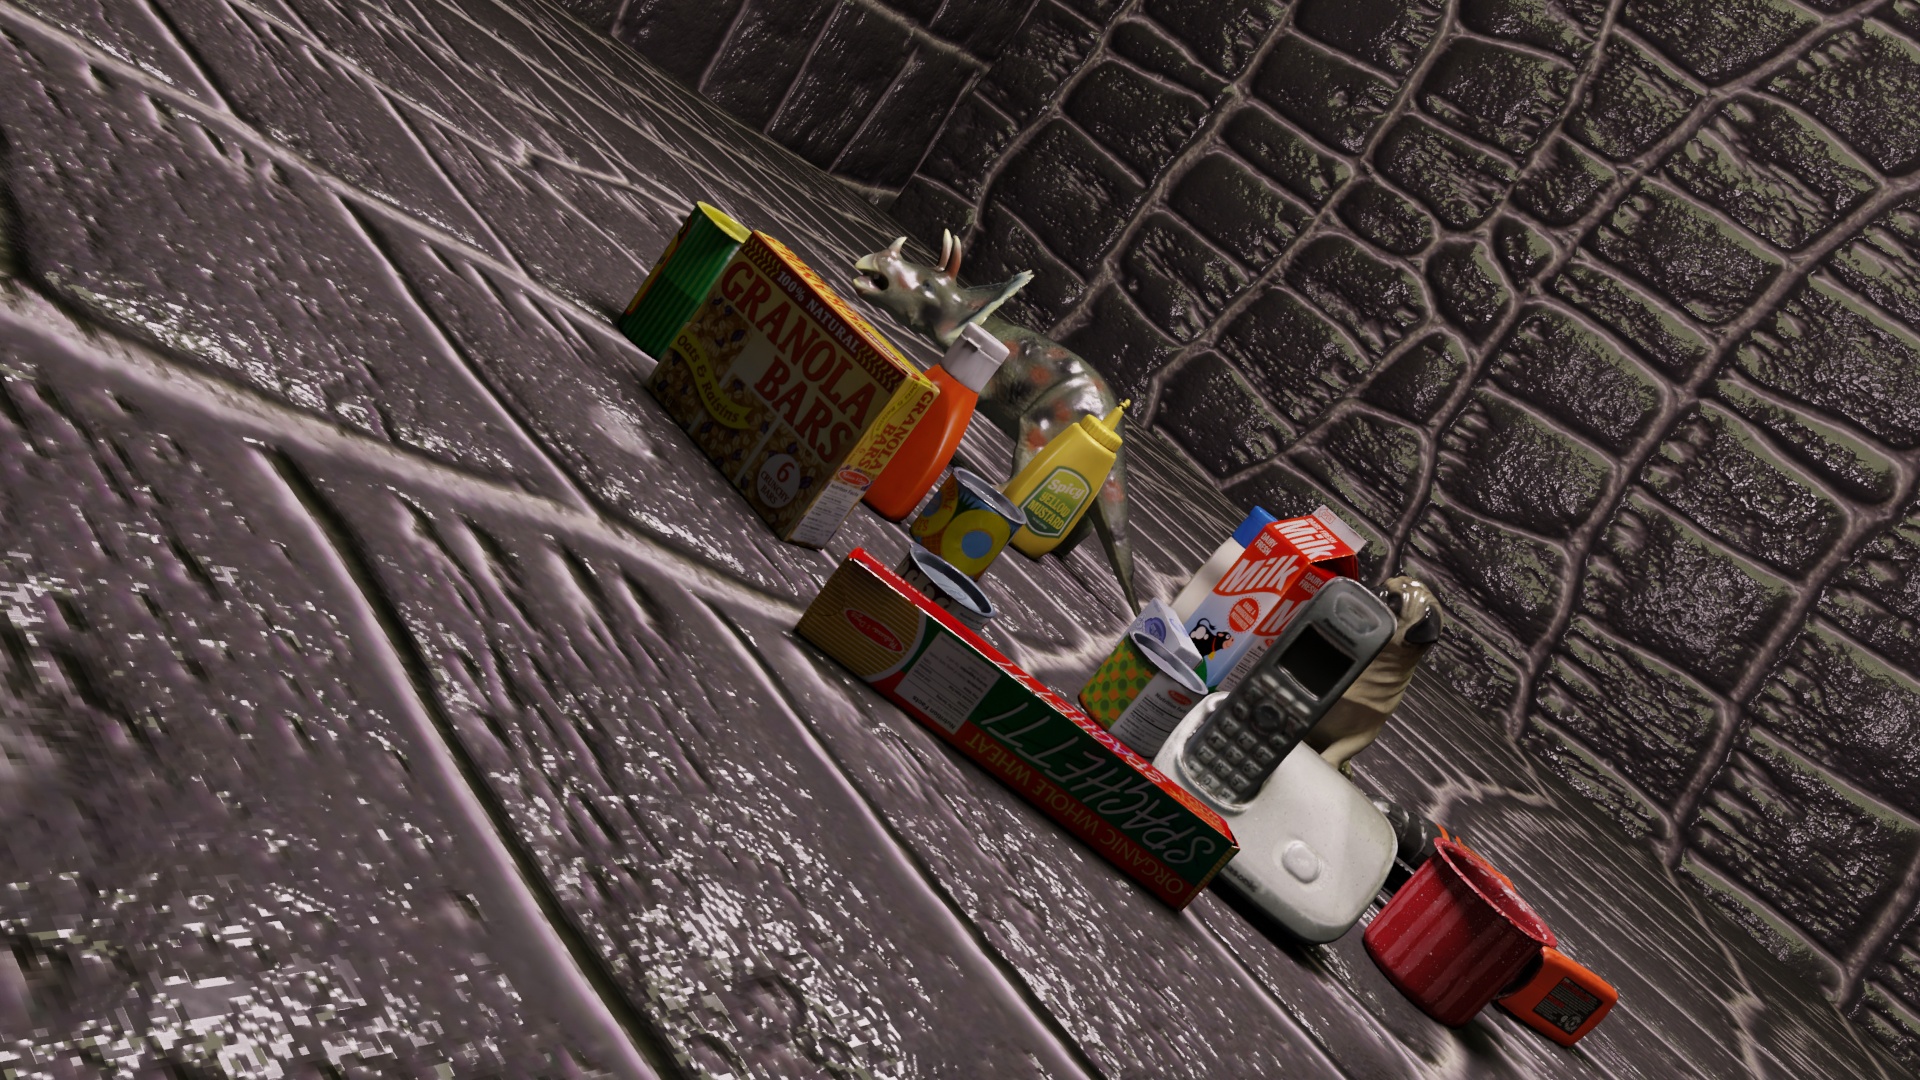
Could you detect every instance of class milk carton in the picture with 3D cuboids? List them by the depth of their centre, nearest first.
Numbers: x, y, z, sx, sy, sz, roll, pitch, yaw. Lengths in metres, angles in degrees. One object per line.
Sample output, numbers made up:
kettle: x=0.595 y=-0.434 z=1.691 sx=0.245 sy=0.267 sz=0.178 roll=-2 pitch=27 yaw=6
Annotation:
milk carton: x=0.269 y=0.058 z=1.197 sx=0.073 sy=0.190 sz=0.072 roll=30 pitch=14 yaw=-33

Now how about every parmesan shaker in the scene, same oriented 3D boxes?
parmesan shaker: x=-0.185 y=-0.175 z=0.971 sx=0.071 sy=0.103 sz=0.071 roll=36 pitch=12 yaw=-9

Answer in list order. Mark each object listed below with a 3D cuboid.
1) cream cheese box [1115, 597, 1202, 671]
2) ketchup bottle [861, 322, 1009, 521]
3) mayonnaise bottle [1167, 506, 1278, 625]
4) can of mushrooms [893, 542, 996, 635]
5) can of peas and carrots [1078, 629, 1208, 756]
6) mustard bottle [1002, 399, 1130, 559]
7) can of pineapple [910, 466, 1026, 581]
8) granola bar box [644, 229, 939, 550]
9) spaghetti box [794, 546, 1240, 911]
cream cheese box: x=0.154 y=0.088 z=1.089 sx=0.024 sy=0.053 sz=0.104 roll=35 pitch=13 yaw=-14
ketchup bottle: x=-0.024 y=-0.088 z=1.002 sx=0.065 sy=0.148 sz=0.043 roll=41 pitch=12 yaw=16
mayonnaise bottle: x=0.249 y=0.034 z=1.326 sx=0.041 sy=0.148 sz=0.065 roll=42 pitch=12 yaw=19
can of mushrooms: x=-0.015 y=0.035 z=0.850 sx=0.071 sy=0.033 sz=0.071 roll=36 pitch=12 yaw=-9
can of peas and carrots: x=0.121 y=0.101 z=0.935 sx=0.071 sy=0.058 sz=0.071 roll=36 pitch=12 yaw=-9
mustard bottle: x=0.094 y=-0.060 z=1.202 sx=0.065 sy=0.160 sz=0.049 roll=34 pitch=12 yaw=-19
can of pineapple: x=0.004 y=-0.013 z=1.019 sx=0.071 sy=0.057 sz=0.071 roll=36 pitch=12 yaw=-9
granola bar box: x=-0.107 y=-0.094 z=0.846 sx=0.166 sy=0.124 sz=0.039 roll=45 pitch=14 yaw=30
spaghetti box: x=0.030 y=0.098 z=0.713 sx=0.250 sy=0.050 sz=0.029 roll=37 pitch=12 yaw=-4
